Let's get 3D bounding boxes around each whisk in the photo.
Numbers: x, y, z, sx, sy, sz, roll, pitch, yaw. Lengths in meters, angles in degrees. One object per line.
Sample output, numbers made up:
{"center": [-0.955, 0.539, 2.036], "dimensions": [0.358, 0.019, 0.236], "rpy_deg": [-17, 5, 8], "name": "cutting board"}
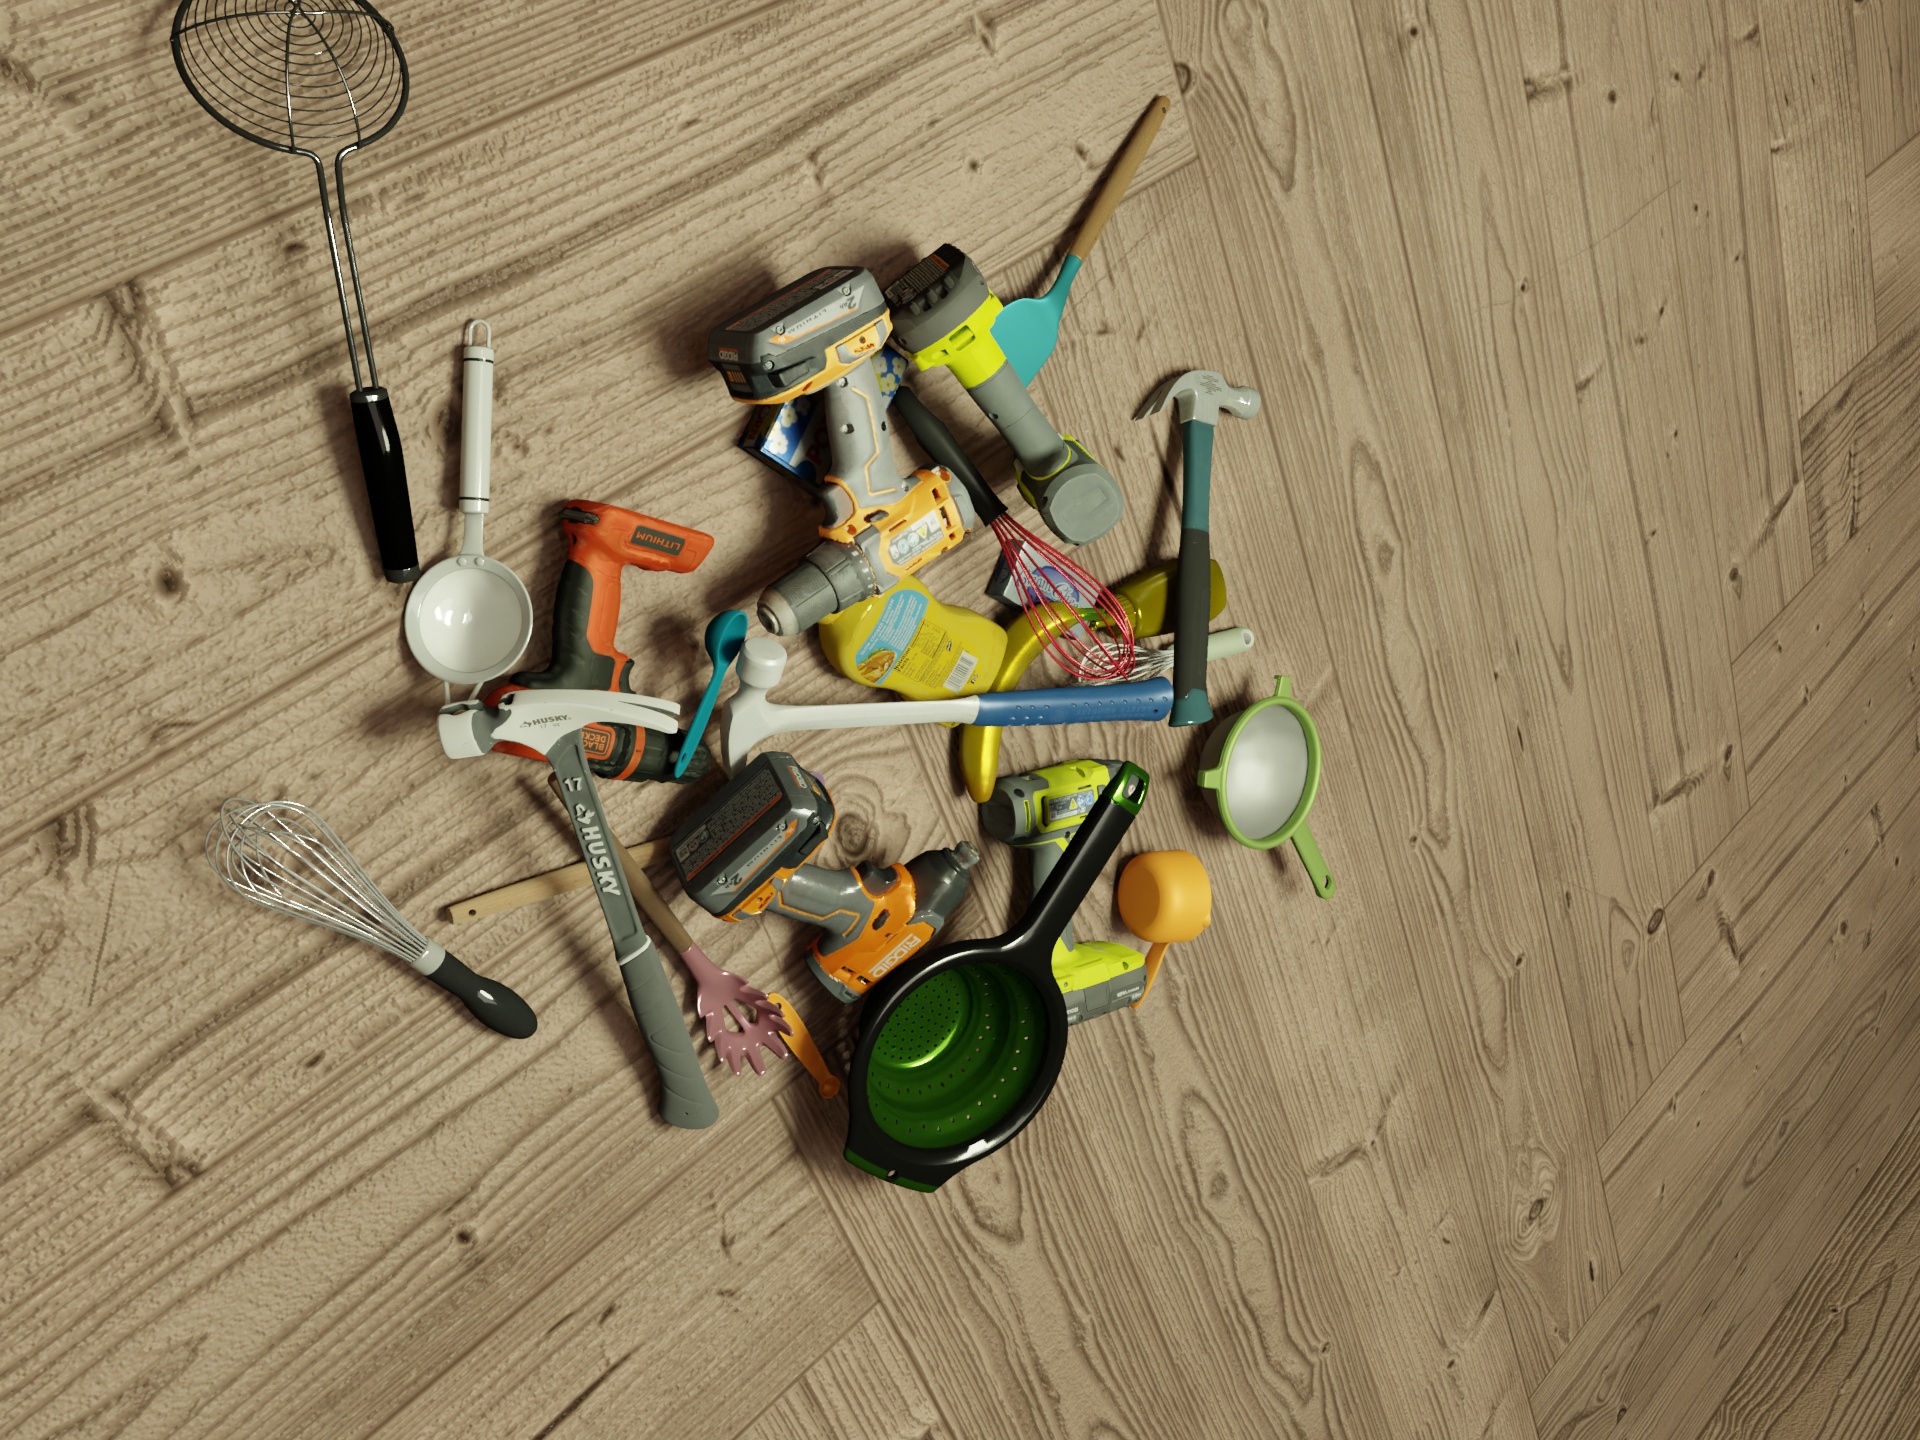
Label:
{"center": [-0.378, 0.139, 1.053], "dimensions": [0.070, 0.070, 0.284], "rpy_deg": [-54, 132, -16], "name": "whisk"}
{"center": [0.041, -0.146, 1.267], "dimensions": [0.073, 0.073, 0.296], "rpy_deg": [-41, 96, -25], "name": "whisk"}
{"center": [0.193, -0.057, 1.478], "dimensions": [0.246, 0.059, 0.058], "rpy_deg": [-15, 92, -41], "name": "whisk"}

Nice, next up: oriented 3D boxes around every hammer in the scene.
{"center": [-0.002, -0.004, 1.268], "dimensions": [0.405, 0.035, 0.144], "rpy_deg": [-3, 130, -32], "name": "hammer"}
{"center": [-0.230, 0.146, 1.120], "dimensions": [0.149, 0.036, 0.408], "rpy_deg": [-9, 126, 2], "name": "hammer"}
{"center": [0.211, -0.155, 1.426], "dimensions": [0.128, 0.033, 0.331], "rpy_deg": [10, 78, -34], "name": "hammer"}

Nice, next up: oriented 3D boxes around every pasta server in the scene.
{"center": [-0.215, 0.153, 1.178], "dimensions": [0.060, 0.040, 0.315], "rpy_deg": [-36, 127, -11], "name": "pasta server"}

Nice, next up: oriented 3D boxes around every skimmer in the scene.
{"center": [-0.381, -0.266, 0.974], "dimensions": [0.127, 0.090, 0.363], "rpy_deg": [-18, 121, -30], "name": "skimmer"}

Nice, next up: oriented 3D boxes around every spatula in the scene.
{"center": [-0.229, 0.100, 1.185], "dimensions": [0.316, 0.018, 0.059], "rpy_deg": [-16, 110, -37], "name": "spatula"}
{"center": [0.098, -0.407, 1.338], "dimensions": [0.082, 0.044, 0.317], "rpy_deg": [42, 68, -36], "name": "spatula"}

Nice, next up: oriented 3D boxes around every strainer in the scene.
{"center": [0.305, 0.084, 1.582], "dimensions": [0.151, 0.069, 0.256], "rpy_deg": [-48, 126, -23], "name": "strainer"}
{"center": [-0.318, -0.133, 1.047], "dimensions": [0.087, 0.050, 0.258], "rpy_deg": [3, 93, 4], "name": "strainer"}

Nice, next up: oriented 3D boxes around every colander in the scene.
{"center": [0.025, 0.196, 1.334], "dimensions": [0.204, 0.095, 0.397], "rpy_deg": [33, 89, -34], "name": "colander"}

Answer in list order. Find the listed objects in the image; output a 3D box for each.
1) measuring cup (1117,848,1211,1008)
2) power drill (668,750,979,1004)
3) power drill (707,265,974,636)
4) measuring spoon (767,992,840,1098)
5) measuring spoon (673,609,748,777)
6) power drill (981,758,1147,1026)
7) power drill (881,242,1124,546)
{"center": [0.175, 0.202, 1.507], "dimensions": [0.052, 0.095, 0.173], "rpy_deg": [4, 116, -34], "name": "measuring cup"}
{"center": [-0.094, 0.116, 1.218], "dimensions": [0.164, 0.084, 0.226], "rpy_deg": [-42, 134, 7], "name": "power drill"}
{"center": [-0.099, -0.185, 1.139], "dimensions": [0.185, 0.084, 0.226], "rpy_deg": [-37, 123, -24], "name": "power drill"}
{"center": [-0.132, 0.267, 1.308], "dimensions": [0.021, 0.011, 0.116], "rpy_deg": [-40, 119, -24], "name": "measuring spoon"}
{"center": [-0.186, -0.021, 1.134], "dimensions": [0.128, 0.021, 0.042], "rpy_deg": [-68, 167, 5], "name": "measuring spoon"}
{"center": [0.105, 0.148, 1.431], "dimensions": [0.171, 0.080, 0.223], "rpy_deg": [-11, 103, -36], "name": "power drill"}
{"center": [0.031, -0.251, 1.234], "dimensions": [0.080, 0.191, 0.228], "rpy_deg": [-36, 114, 6], "name": "power drill"}
